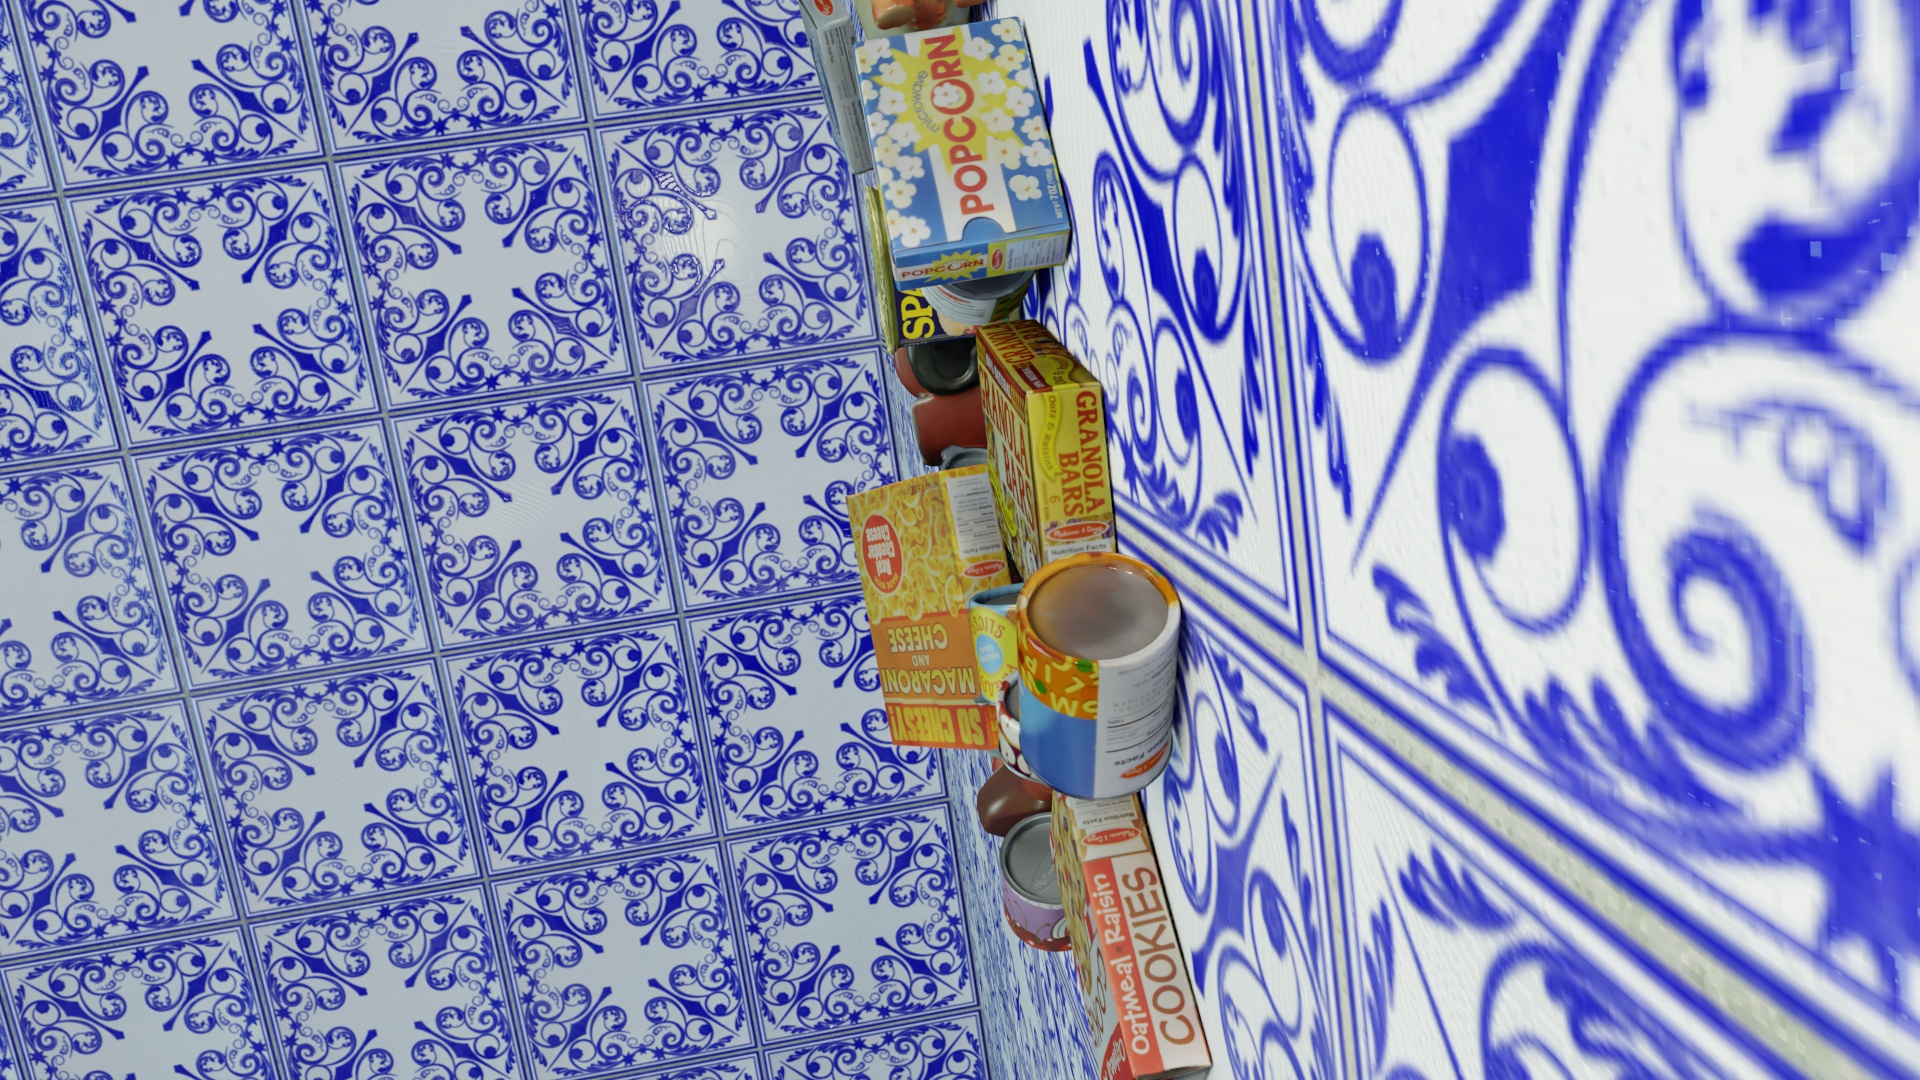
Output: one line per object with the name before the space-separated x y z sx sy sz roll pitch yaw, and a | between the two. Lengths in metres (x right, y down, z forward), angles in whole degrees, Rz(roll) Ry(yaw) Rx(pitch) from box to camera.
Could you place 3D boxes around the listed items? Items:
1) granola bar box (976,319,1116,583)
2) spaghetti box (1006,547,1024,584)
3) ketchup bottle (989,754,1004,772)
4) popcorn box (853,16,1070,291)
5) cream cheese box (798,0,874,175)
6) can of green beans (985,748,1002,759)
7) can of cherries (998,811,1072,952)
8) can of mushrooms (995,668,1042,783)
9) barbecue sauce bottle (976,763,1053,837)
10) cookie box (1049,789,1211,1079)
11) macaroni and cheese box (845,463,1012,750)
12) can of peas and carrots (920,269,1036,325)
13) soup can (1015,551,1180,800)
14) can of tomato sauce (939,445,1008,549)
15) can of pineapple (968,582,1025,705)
granola bar box | 0.043 -0.039 0.728 0.166 0.039 0.123 -112 14 -70
spaghetti box | 0.015 0.074 0.980 0.029 0.050 0.248 36 153 9
ketchup bottle | 0.042 0.154 1.099 0.064 0.043 0.149 97 164 -52
popcorn box | -0.001 -0.190 0.678 0.038 0.085 0.127 90 169 -70
cream cheese box | -0.074 -0.289 0.876 0.053 0.024 0.103 -114 7 -45
can of green beans | 0.037 0.110 0.928 0.057 0.071 0.071 92 168 -70
can of cherries | 0.060 0.213 0.860 0.072 0.071 0.058 -104 6 -46
can of mushrooms | 0.052 0.092 0.707 0.071 0.071 0.033 -106 10 -58
barbecue sauce bottle | 0.050 0.159 0.903 0.148 0.065 0.044 106 153 -67
cookie box | 0.082 0.208 0.721 0.122 0.040 0.168 88 172 -55
macaroni and cheese box | -0.013 0.044 0.867 0.123 0.040 0.166 -11 90 58
can of peas and carrots | 0.011 -0.156 0.747 0.058 0.071 0.071 120 140 -84
soup can | 0.054 0.055 0.575 0.072 0.071 0.083 -104 7 -48
can of tomato sauce | 0.003 -0.012 0.924 0.082 0.071 0.071 117 150 -44
can of pineapple | 0.039 0.057 0.780 0.071 0.071 0.057 -128 30 -81
